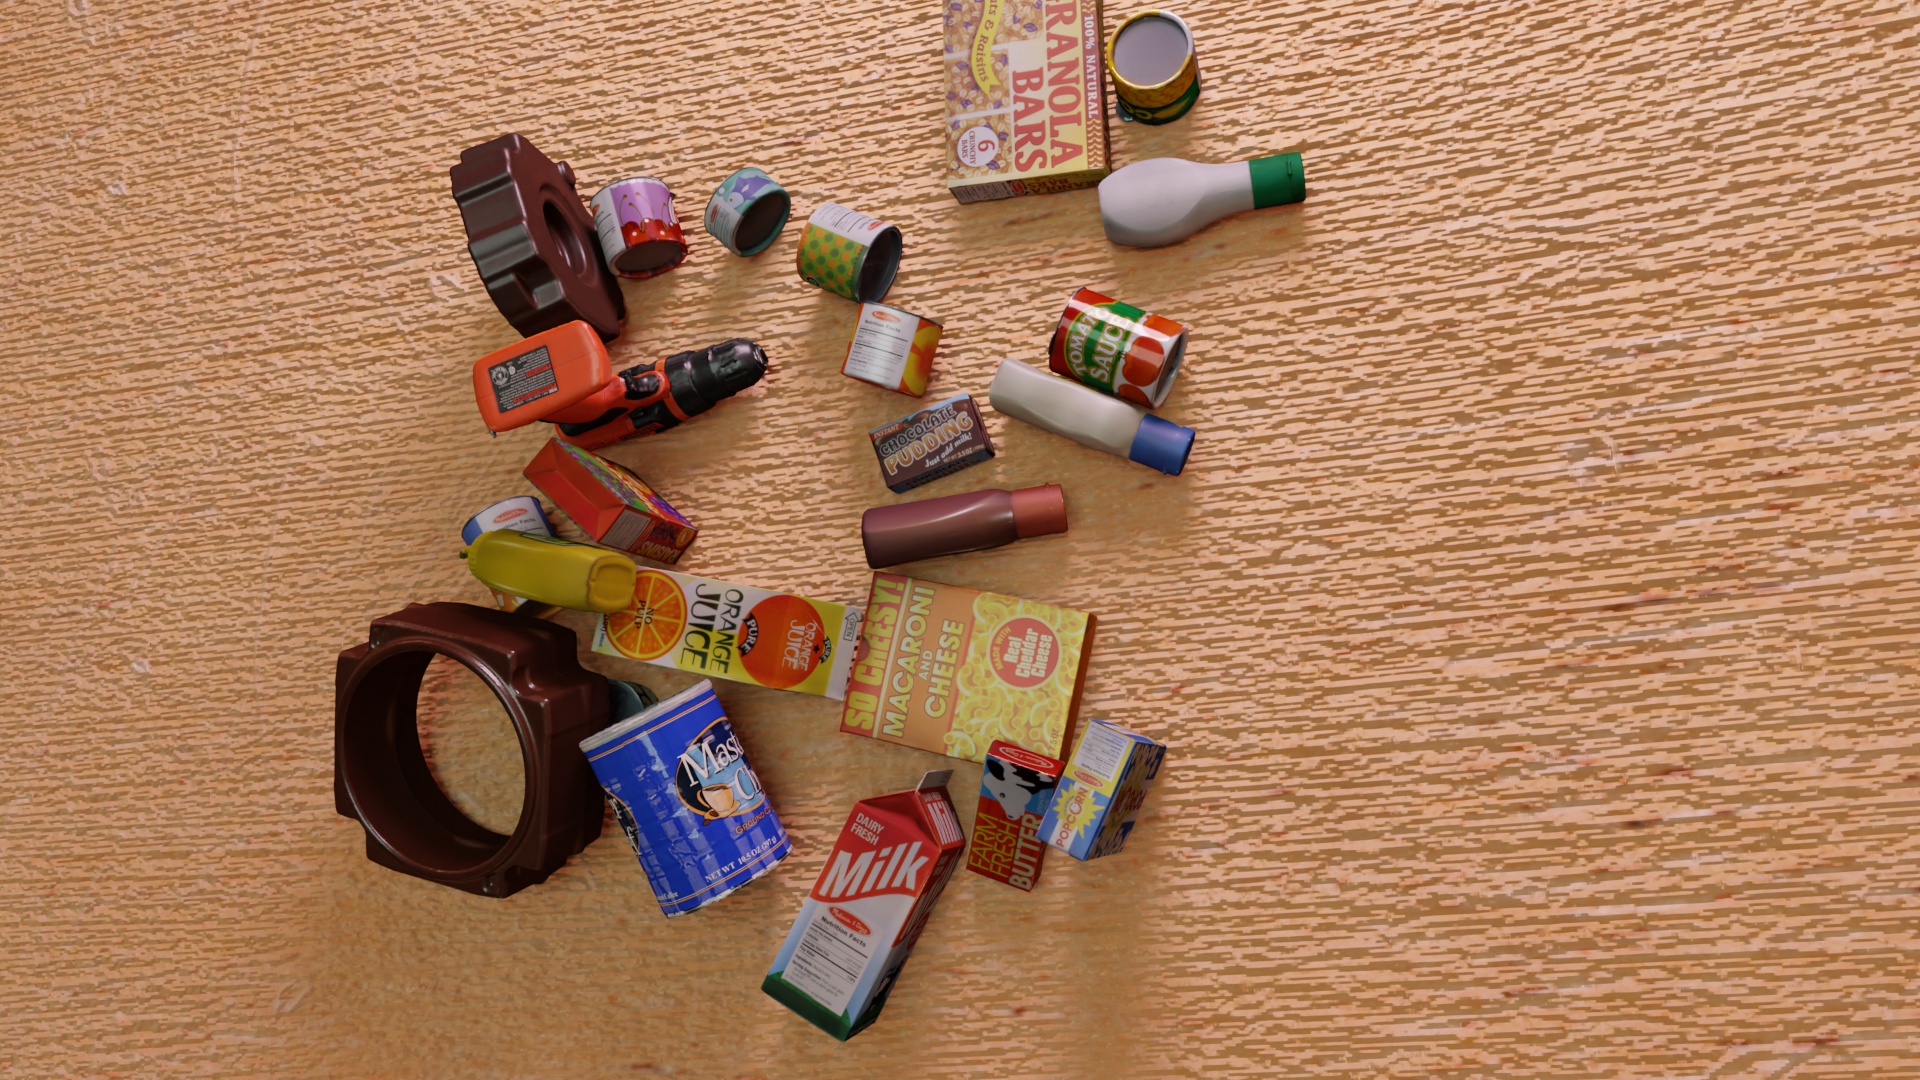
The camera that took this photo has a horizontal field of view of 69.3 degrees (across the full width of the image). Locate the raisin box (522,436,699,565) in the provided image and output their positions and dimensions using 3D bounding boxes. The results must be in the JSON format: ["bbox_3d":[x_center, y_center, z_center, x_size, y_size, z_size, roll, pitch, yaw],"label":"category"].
[{"bbox_3d":[-0.264,-0.027,1.062,0.086,0.123,0.040,39,93,17],"label":"raisin box"}]

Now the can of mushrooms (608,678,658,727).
[{"bbox_3d":[-0.267,0.143,1.082,0.071,0.033,0.071,-2,80,14],"label":"can of mushrooms"}]

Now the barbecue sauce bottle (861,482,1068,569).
[{"bbox_3d":[0.004,-0.013,1.025,0.148,0.065,0.043,-9,105,5],"label":"barbecue sauce bottle"}]

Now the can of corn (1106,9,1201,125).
[{"bbox_3d":[0.143,-0.353,1.043,0.071,0.058,0.071,-2,81,14],"label":"can of corn"}]

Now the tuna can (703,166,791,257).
[{"bbox_3d":[-0.167,-0.262,1.106,0.033,0.071,0.071,41,93,15],"label":"tuna can"}]

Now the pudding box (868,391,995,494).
[{"bbox_3d":[-0.022,-0.074,1.055,0.083,0.030,0.050,-21,76,10],"label":"pudding box"}]

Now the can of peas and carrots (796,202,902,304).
[{"bbox_3d":[-0.087,-0.219,1.078,0.059,0.071,0.071,25,88,17],"label":"can of peas and carrots"}]

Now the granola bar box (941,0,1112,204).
[{"bbox_3d":[0.051,-0.351,1.076,0.124,0.039,0.165,-4,80,14],"label":"granola bar box"}]

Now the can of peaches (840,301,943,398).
[{"bbox_3d":[-0.051,-0.144,1.056,0.071,0.071,0.058,17,92,16],"label":"can of peaches"}]

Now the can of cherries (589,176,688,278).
[{"bbox_3d":[-0.258,-0.253,1.127,0.071,0.071,0.058,-22,77,10],"label":"can of cherries"}]

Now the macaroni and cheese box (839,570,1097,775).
[{"bbox_3d":[0.005,0.097,1.016,0.166,0.040,0.124,10,84,15],"label":"macaroni and cheese box"}]

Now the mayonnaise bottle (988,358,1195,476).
[{"bbox_3d":[0.096,-0.089,1.013,0.148,0.065,0.041,22,91,13],"label":"mayonnaise bottle"}]

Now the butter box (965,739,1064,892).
[{"bbox_3d":[0.037,0.194,0.976,0.053,0.024,0.103,16,116,14],"label":"butter box"}]

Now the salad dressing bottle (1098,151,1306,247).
[{"bbox_3d":[0.178,-0.256,1.027,0.147,0.044,0.064,-7,78,12],"label":"salad dressing bottle"}]

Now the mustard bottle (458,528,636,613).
[{"bbox_3d":[-0.317,0.019,1.031,0.160,0.065,0.049,10,88,27],"label":"mustard bottle"}]

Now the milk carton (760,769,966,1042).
[{"bbox_3d":[-0.058,0.249,0.992,0.073,0.072,0.190,27,90,17],"label":"milk carton"}]

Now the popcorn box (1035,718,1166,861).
[{"bbox_3d":[0.097,0.168,0.937,0.038,0.126,0.085,23,88,20],"label":"popcorn box"}]

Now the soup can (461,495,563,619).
[{"bbox_3d":[-0.349,0.017,1.109,0.071,0.071,0.084,-34,76,7],"label":"soup can"}]

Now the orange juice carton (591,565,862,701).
[{"bbox_3d":[-0.170,0.069,1.049,0.193,0.073,0.072,9,84,15],"label":"orange juice carton"}]

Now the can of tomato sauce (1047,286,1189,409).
[{"bbox_3d":[0.115,-0.139,1.010,0.083,0.071,0.071,24,88,16],"label":"can of tomato sauce"}]
